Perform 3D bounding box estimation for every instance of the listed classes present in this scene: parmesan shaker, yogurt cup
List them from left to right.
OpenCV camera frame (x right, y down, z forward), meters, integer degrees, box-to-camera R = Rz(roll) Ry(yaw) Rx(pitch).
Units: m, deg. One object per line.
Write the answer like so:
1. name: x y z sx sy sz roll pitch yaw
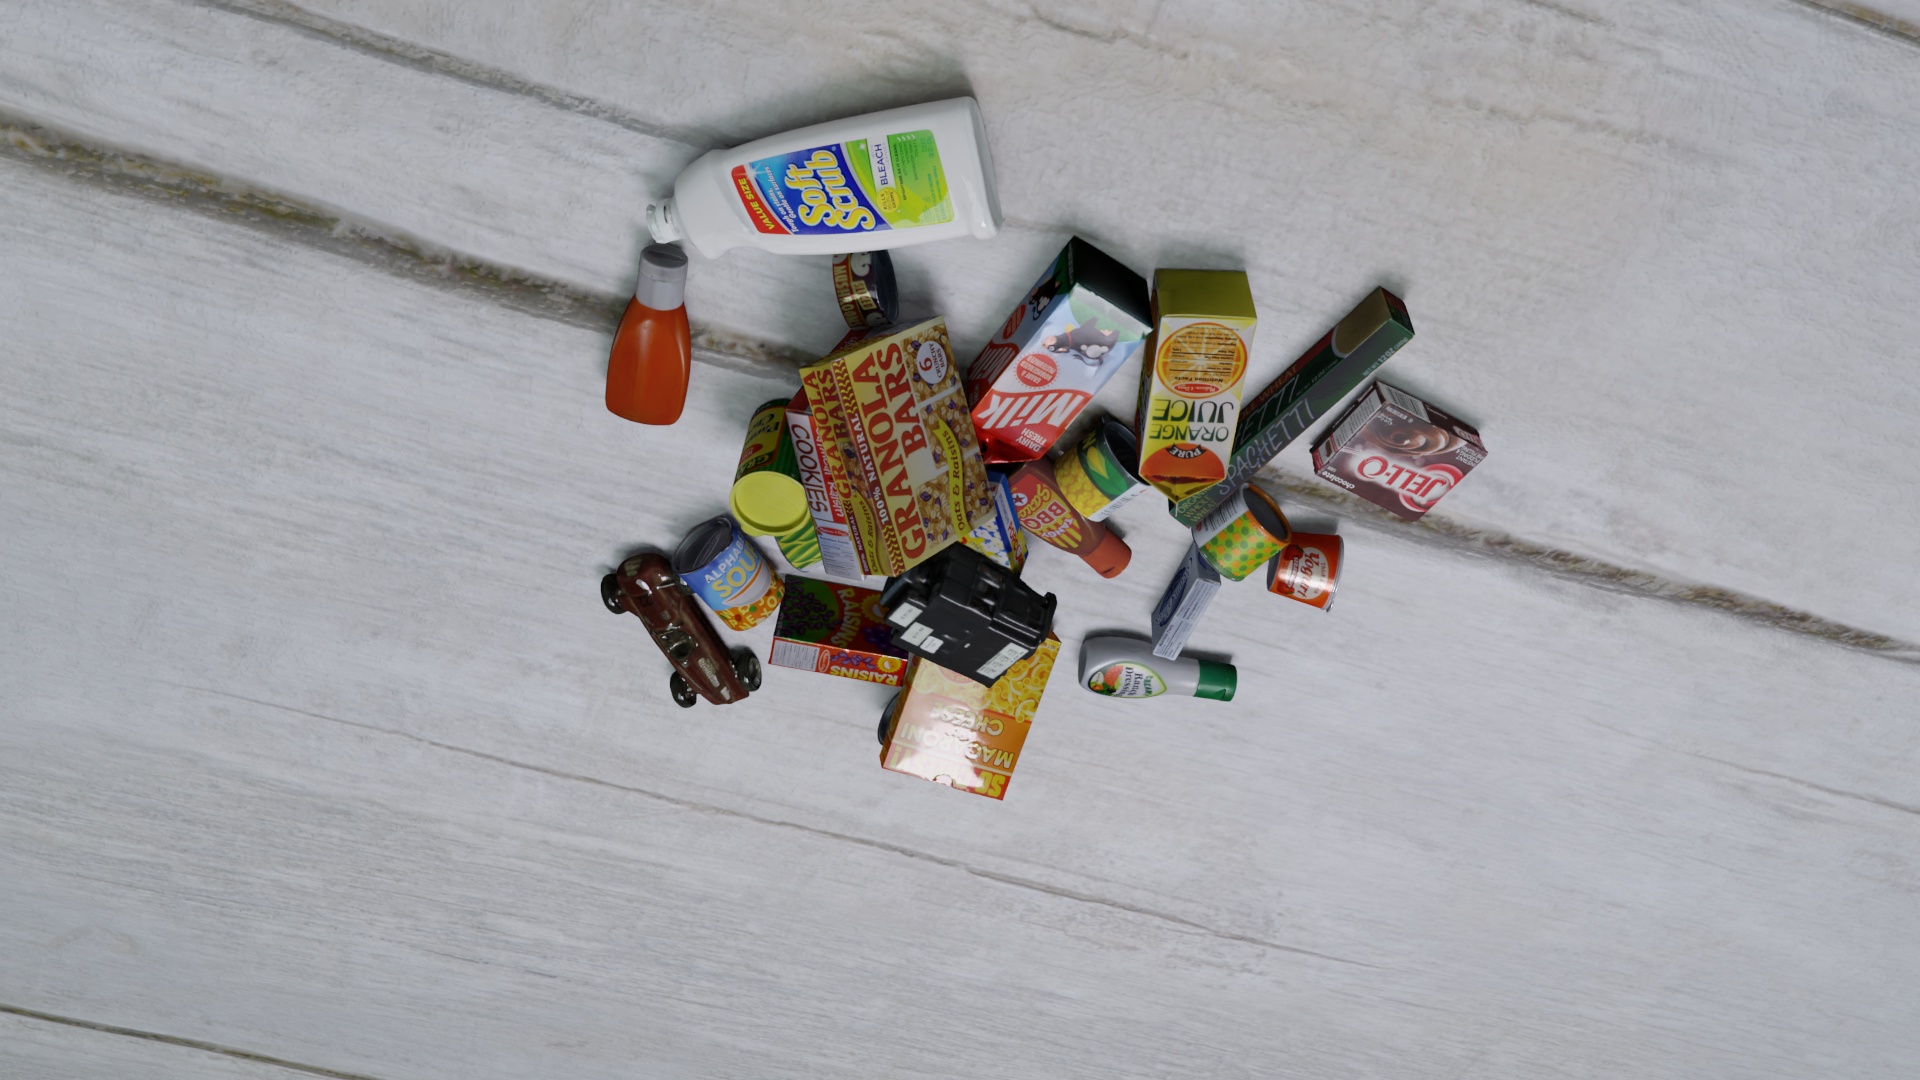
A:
1. parmesan shaker: -0.150 -0.060 1.140 0.071 0.103 0.071 1 130 1
2. yogurt cup: 0.302 0.023 1.220 0.054 0.073 0.072 11 131 3

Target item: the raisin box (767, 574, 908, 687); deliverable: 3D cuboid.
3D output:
1. raisin box: -0.108 0.083 1.273 0.123 0.086 0.039 10 129 -6

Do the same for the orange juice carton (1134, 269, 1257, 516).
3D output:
1. orange juice carton: 0.181 -0.114 1.101 0.073 0.072 0.191 3 131 1

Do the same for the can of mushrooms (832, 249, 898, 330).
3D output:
1. can of mushrooms: -0.071 -0.192 1.045 0.033 0.071 0.070 -8 130 12

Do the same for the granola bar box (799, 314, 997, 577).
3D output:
1. granola bar box: -0.044 -0.072 1.042 0.039 0.125 0.165 0 113 43

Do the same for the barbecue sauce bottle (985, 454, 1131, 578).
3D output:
1. barbecue sauce bottle: 0.088 -0.022 1.202 0.064 0.044 0.148 -30 124 36

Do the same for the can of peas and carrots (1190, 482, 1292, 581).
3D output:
1. can of peas and carrots: 0.244 -0.006 1.195 0.071 0.071 0.058 32 124 -23

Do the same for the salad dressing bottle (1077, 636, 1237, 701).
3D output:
1. salad dressing bottle: 0.188 0.126 1.326 0.148 0.044 0.064 8 132 -4

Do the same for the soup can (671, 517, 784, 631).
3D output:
1. soup can: -0.205 0.031 1.244 0.071 0.072 0.083 -23 126 21

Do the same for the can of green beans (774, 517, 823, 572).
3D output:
1. can of green beans: -0.122 -0.013 1.204 0.057 0.071 0.071 -23 126 20

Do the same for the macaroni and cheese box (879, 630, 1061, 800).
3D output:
1. macaroni and cheese box: 0.008 0.150 1.305 0.124 0.040 0.166 18 98 -12

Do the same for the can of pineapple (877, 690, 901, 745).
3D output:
1. can of pineapple: -0.039 0.187 1.370 0.058 0.071 0.070 34 124 -25

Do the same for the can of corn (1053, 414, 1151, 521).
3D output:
1. can of corn: 0.118 -0.060 1.156 0.071 0.071 0.058 37 123 -26

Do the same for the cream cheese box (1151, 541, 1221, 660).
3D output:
1. cream cheese box: 0.203 0.055 1.257 0.024 0.054 0.103 16 129 -9

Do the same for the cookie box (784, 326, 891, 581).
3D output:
1. cookie box: -0.082 -0.071 1.113 0.040 0.123 0.166 10 134 22

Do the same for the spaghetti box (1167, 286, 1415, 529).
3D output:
1. spaghetti box: 0.259 -0.102 1.122 0.028 0.050 0.249 32 125 -20

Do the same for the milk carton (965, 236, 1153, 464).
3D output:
1. milk carton: 0.063 -0.134 1.088 0.073 0.073 0.189 27 127 -20

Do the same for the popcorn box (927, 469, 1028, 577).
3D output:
1. popcorn box: 0.004 -0.015 1.180 0.085 0.038 0.126 9 150 19

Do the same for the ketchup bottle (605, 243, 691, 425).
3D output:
1. ketchup bottle: -0.242 -0.161 1.097 0.065 0.044 0.148 12 130 -9
